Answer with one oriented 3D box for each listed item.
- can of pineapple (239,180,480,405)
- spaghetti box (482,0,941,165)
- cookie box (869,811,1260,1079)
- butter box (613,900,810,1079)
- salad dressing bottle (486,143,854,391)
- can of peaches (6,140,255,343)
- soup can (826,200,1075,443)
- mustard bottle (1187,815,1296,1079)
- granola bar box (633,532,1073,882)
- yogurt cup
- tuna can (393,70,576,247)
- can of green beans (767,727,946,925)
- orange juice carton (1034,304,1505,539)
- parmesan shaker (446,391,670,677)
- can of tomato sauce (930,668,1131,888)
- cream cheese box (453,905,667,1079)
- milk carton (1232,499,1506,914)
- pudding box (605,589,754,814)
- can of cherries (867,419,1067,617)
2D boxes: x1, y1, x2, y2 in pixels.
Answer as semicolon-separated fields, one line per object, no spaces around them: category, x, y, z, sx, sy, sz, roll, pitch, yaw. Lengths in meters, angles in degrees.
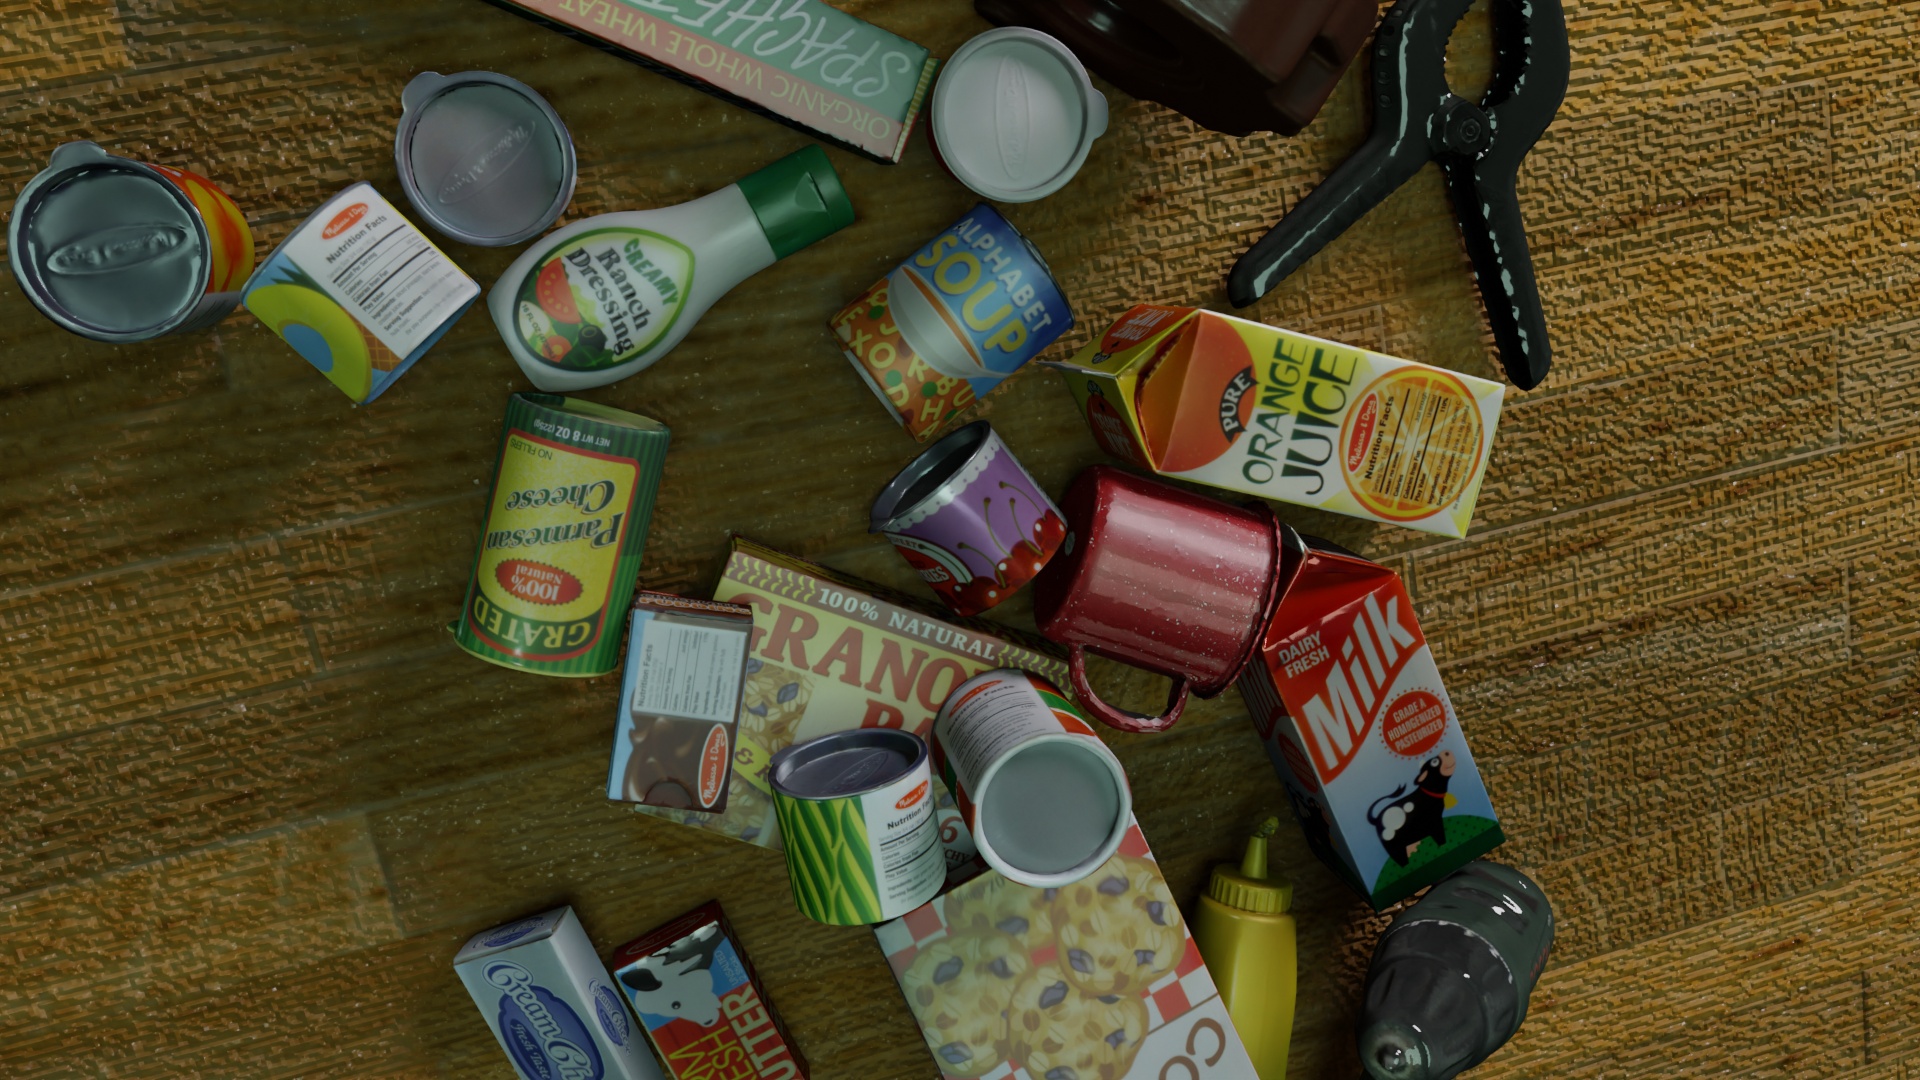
can of pineapple;-0.230;-0.094;0.536;0.071;0.071;0.058;-45;106;0
spaghetti box;-0.132;-0.218;0.551;0.250;0.029;0.050;19;96;-15
cookie box;0.050;0.213;0.606;0.123;0.040;0.167;-26;89;-11
butter box;-0.114;0.223;0.644;0.053;0.024;0.103;-26;105;-5
salad dressing bottle;-0.116;-0.114;0.567;0.148;0.044;0.064;-29;104;-6
can of peaches;-0.307;-0.111;0.519;0.071;0.058;0.071;-2;101;-11
soup can;-0.004;-0.091;0.581;0.084;0.071;0.071;-38;106;-2
mustard bottle;0.133;0.211;0.677;0.049;0.065;0.160;7;94;-19
granola bar box;-0.046;0.082;0.623;0.165;0.039;0.124;20;97;-15
yogurt cup;0.017;-0.175;0.578;0.072;0.054;0.072;-2;101;-12
tuna can;-0.188;-0.152;0.549;0.071;0.033;0.071;-2;101;-12
can of green beans;-0.042;0.117;0.575;0.071;0.071;0.057;-11;105;-10
orange juice carton;0.132;-0.058;0.617;0.193;0.072;0.073;11;99;-14
parmesan shaker;-0.165;-0.004;0.567;0.071;0.071;0.103;13;98;-14
can of tomato sauce;0.029;0.098;0.577;0.071;0.083;0.071;-2;102;-11
cream cheese box;-0.177;0.217;0.620;0.053;0.024;0.103;-19;105;15
milk carton;0.176;0.069;0.651;0.073;0.072;0.190;-28;105;-5
pudding box;-0.115;0.066;0.569;0.050;0.030;0.083;8;99;-11
can of cherries;0.002;-0.008;0.601;0.071;0.071;0.058;-41;107;-2
